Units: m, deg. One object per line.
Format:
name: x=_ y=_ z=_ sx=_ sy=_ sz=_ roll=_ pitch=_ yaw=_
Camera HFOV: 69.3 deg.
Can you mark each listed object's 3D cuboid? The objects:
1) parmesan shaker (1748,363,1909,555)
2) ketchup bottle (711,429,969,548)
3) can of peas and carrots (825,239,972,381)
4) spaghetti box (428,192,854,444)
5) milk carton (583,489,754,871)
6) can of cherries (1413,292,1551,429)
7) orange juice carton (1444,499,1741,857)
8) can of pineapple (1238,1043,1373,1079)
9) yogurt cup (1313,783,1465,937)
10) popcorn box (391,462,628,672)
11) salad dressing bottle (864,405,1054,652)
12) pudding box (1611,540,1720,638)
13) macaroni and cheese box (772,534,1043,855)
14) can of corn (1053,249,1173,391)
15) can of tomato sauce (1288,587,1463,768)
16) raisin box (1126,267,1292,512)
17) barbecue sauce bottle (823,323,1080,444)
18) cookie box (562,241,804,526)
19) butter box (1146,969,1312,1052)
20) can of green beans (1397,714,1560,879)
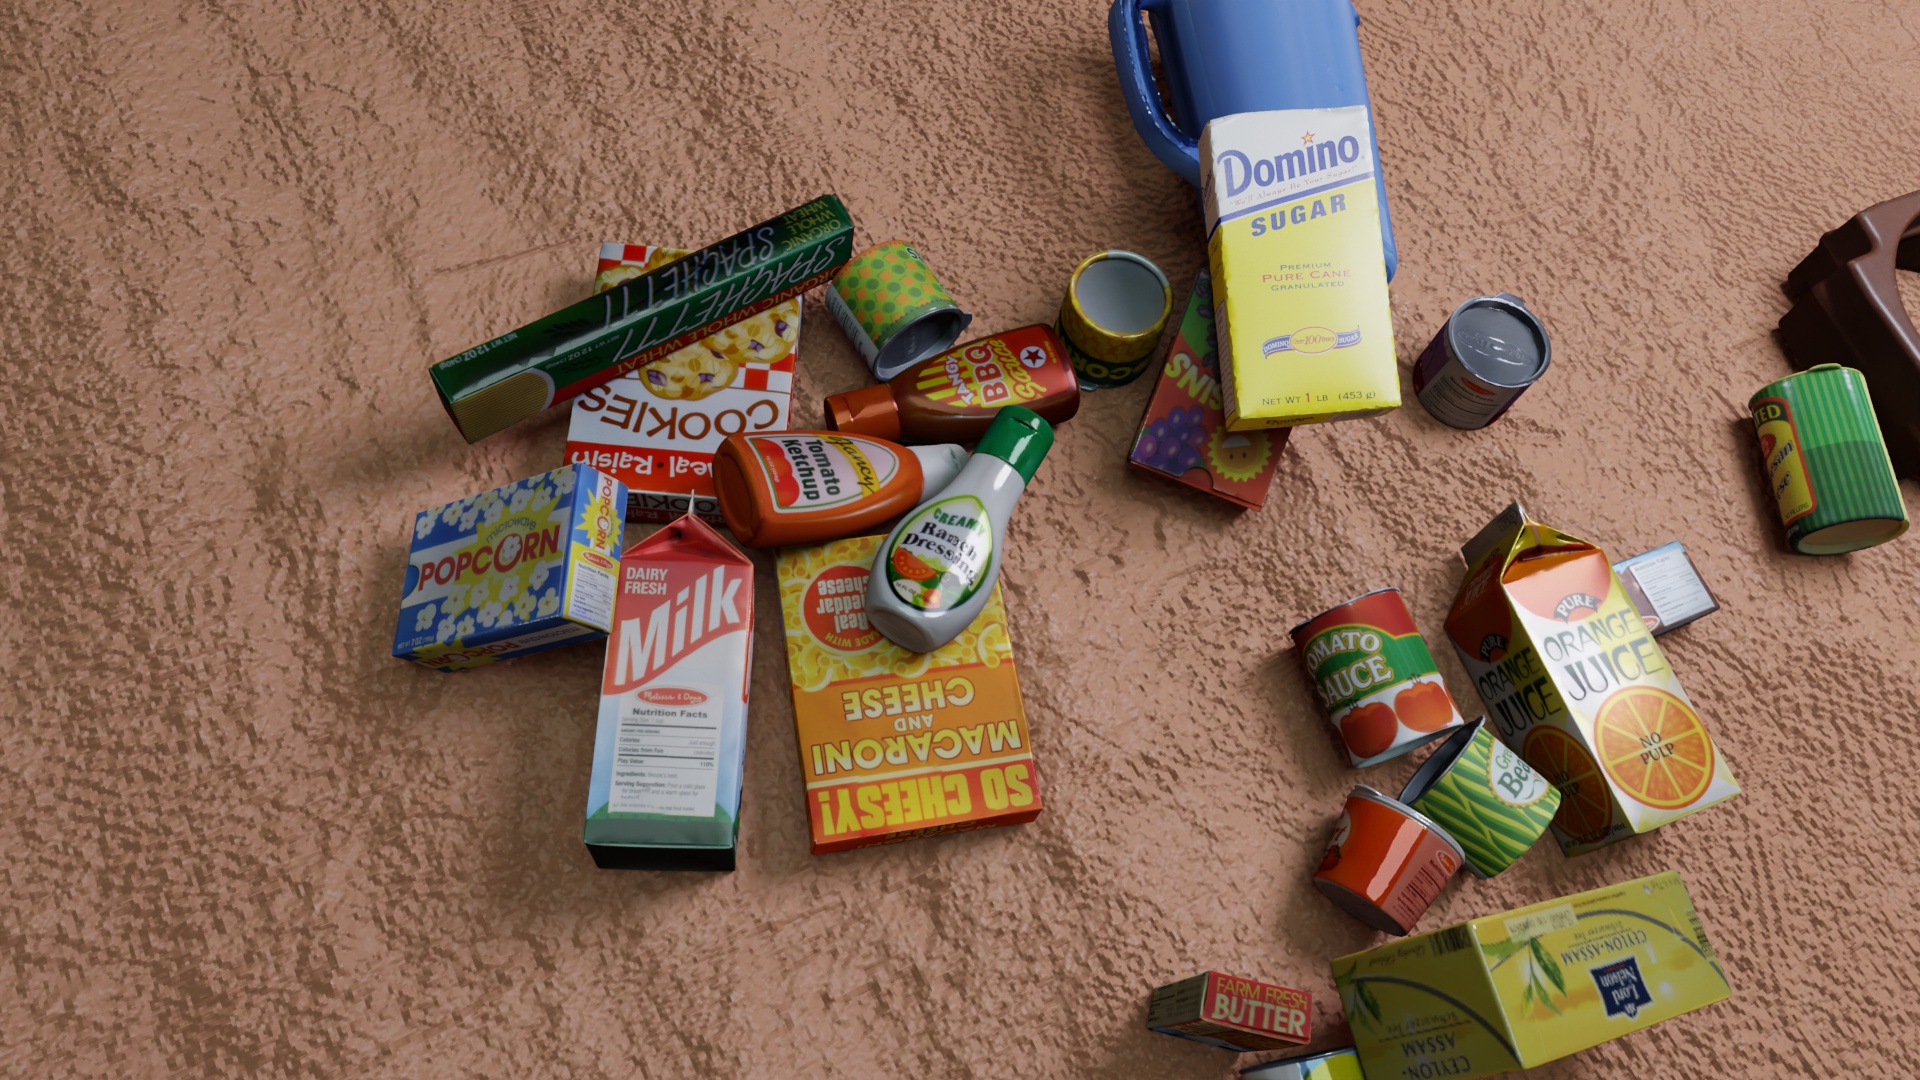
parmesan shaker: x=0.548 y=-0.050 z=0.877 sx=0.071 sy=0.071 sz=0.103 roll=1 pitch=67 yaw=-7
ketchup bottle: x=-0.062 y=-0.032 z=0.779 sx=0.149 sy=0.043 sz=0.065 roll=-6 pitch=61 yaw=-37
can of peas and carrots: x=-0.038 y=-0.141 z=0.844 sx=0.071 sy=0.070 sz=0.059 roll=-29 pitch=73 yaw=-18
spaghetti box: x=-0.172 y=-0.128 z=0.786 sx=0.251 sy=0.050 sz=0.029 roll=-28 pitch=73 yaw=-18
milk carton: x=-0.148 y=0.073 z=0.733 sx=0.073 sy=0.072 sz=0.191 roll=4 pitch=67 yaw=-7
can of cherries: x=0.332 y=-0.114 z=0.885 sx=0.071 sy=0.058 sz=0.072 roll=2 pitch=66 yaw=-5
orange juice carton: x=0.347 y=0.075 z=0.796 sx=0.073 sy=0.071 sz=0.193 roll=-17 pitch=70 yaw=-15
can of pineapple: x=0.179 y=0.284 z=0.686 sx=0.071 sy=0.070 sz=0.058 roll=-8 pitch=68 yaw=-11
yogurt cup: x=0.226 y=0.174 z=0.742 sx=0.072 sy=0.072 sz=0.054 roll=34 pitch=75 yaw=8
popcorn box: x=-0.236 y=0.016 z=0.729 sx=0.126 sy=0.038 sz=0.085 roll=-13 pitch=63 yaw=28
salad dressing bottle: x=0.003 y=-0.010 z=0.761 sx=0.064 sy=0.043 sz=0.148 roll=28 pitch=64 yaw=7
pudding box: x=0.409 y=0.037 z=0.843 sx=0.084 sy=0.030 sz=0.050 roll=-18 pitch=71 yaw=-14
macaroni and cheese box: x=-0.031 y=0.079 z=0.762 sx=0.124 sy=0.040 sz=0.167 roll=-6 pitch=67 yaw=-10
can of corn: x=0.093 y=-0.136 z=0.863 sx=0.071 sy=0.058 sz=0.071 roll=3 pitch=66 yaw=-6
can of tomato sauce: x=0.233 y=0.078 z=0.782 sx=0.071 sy=0.071 sz=0.083 roll=-17 pitch=70 yaw=-14
raisin box: x=0.161 y=-0.090 z=0.833 sx=0.086 sy=0.040 sz=0.123 roll=20 pitch=96 yaw=1
barbecue sauce bottle: x=-0.007 y=-0.086 z=0.836 sx=0.149 sy=0.043 sz=0.065 roll=-15 pitch=63 yaw=-13
cookie box: x=-0.160 y=-0.092 z=0.822 sx=0.123 sy=0.040 sz=0.168 roll=5 pitch=65 yaw=-5
butter box: x=0.130 y=0.232 z=0.681 sx=0.053 sy=0.103 sz=0.024 roll=14 pitch=67 yaw=-2
can of green beans: x=0.283 y=0.142 z=0.761 sx=0.058 sy=0.071 sz=0.071 roll=41 pitch=68 yaw=10
